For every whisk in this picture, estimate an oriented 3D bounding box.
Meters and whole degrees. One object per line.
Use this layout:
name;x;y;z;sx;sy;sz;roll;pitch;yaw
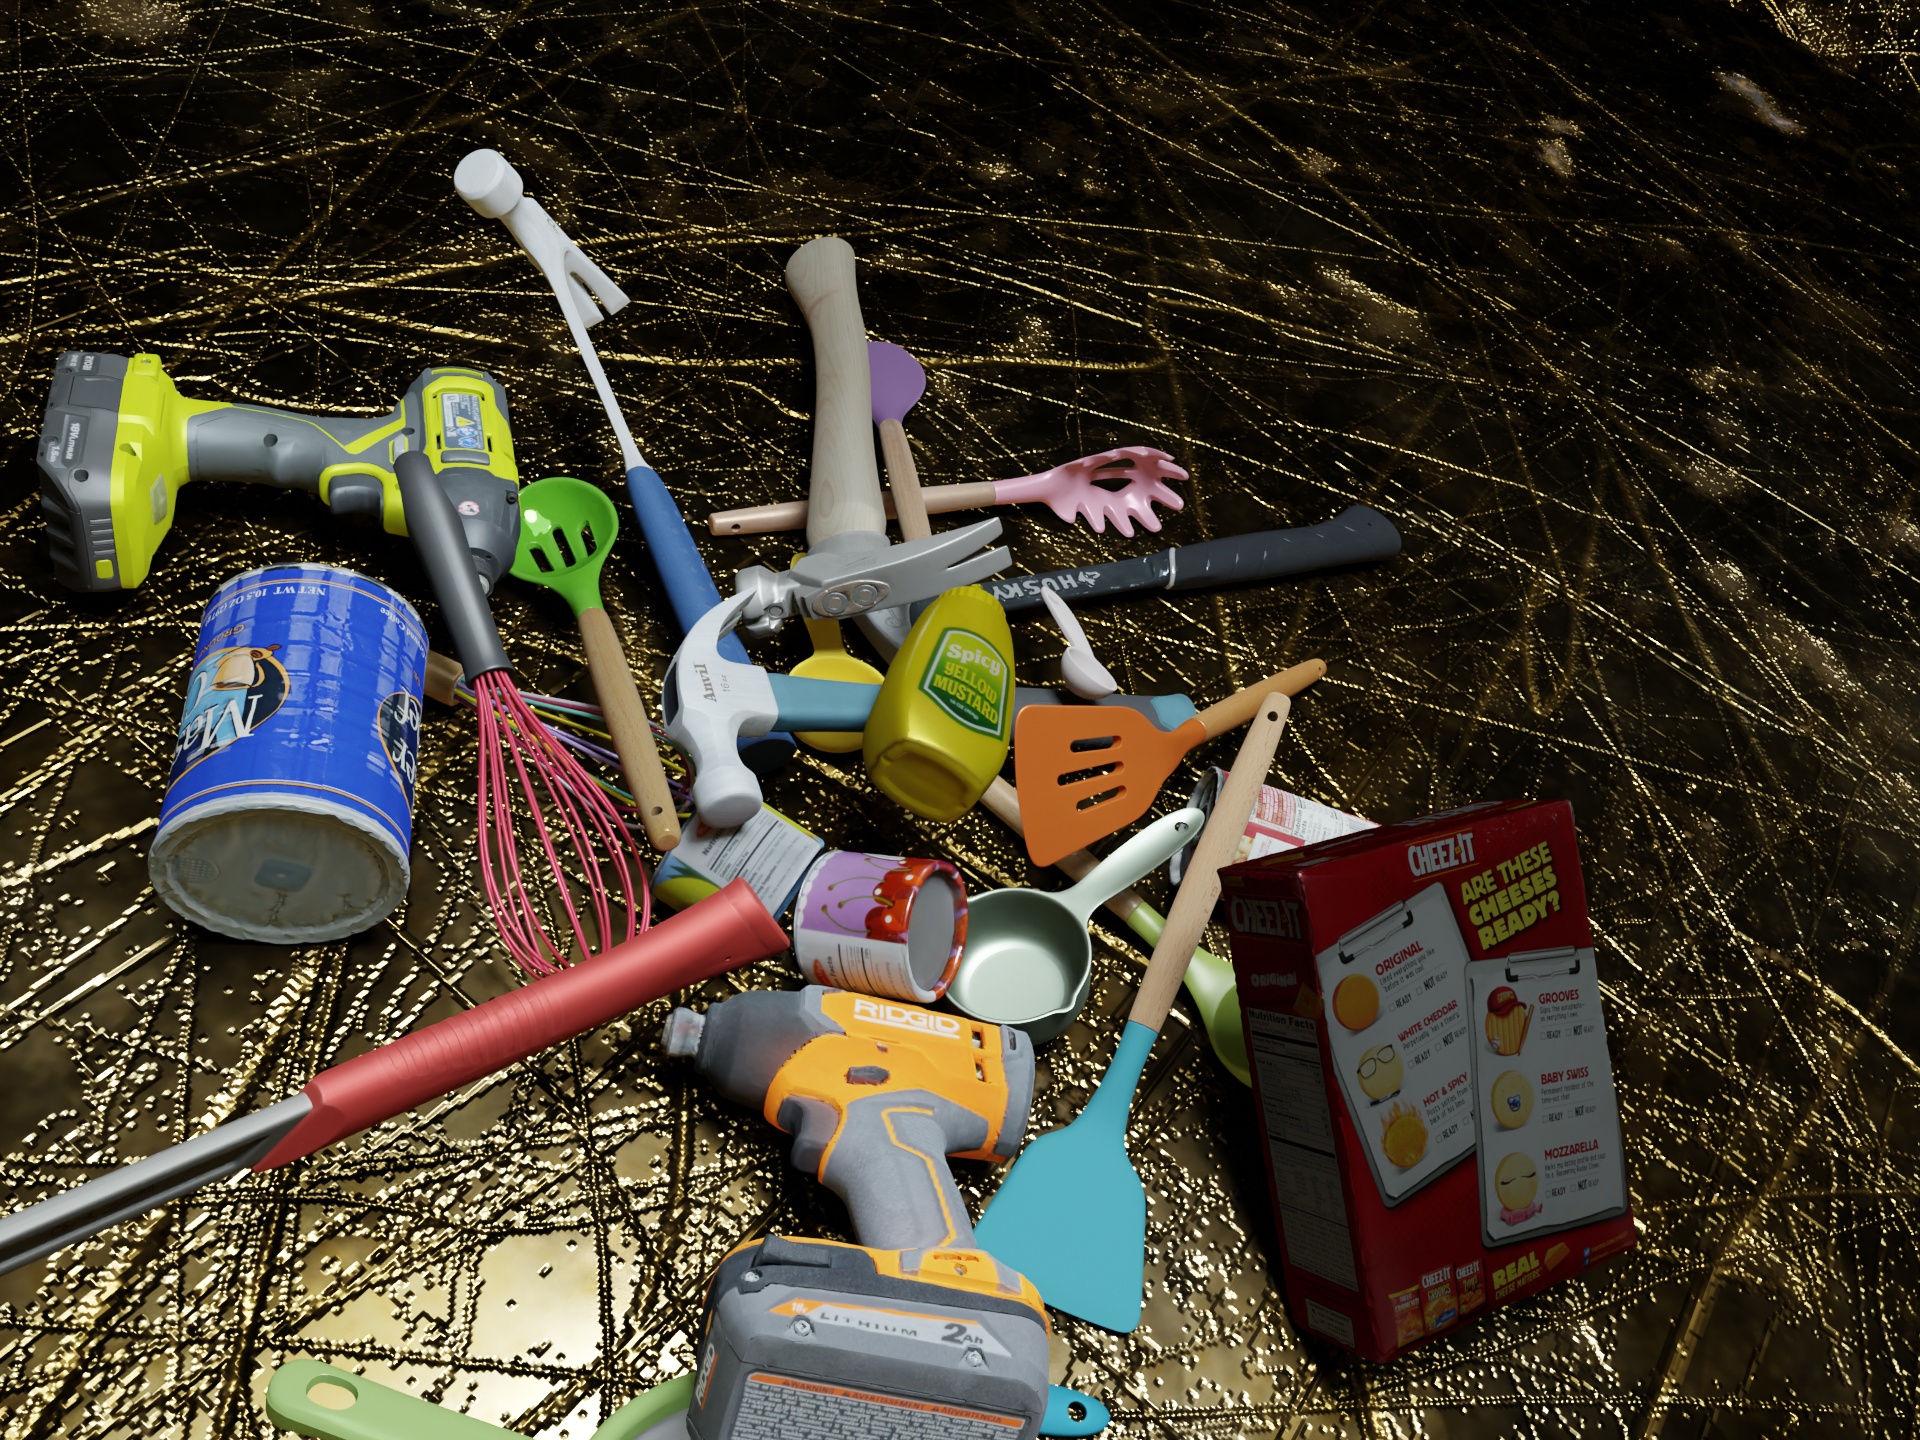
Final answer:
whisk;-0.214;-0.003;0.747;0.073;0.073;0.296;-15;71;-30
whisk;-0.235;-0.008;0.801;0.245;0.051;0.047;25;52;7

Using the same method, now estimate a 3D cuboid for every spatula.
spatula;0.132;0.000;0.885;0.041;0.081;0.322;0;12;34
spatula;0.100;0.122;0.757;0.082;0.044;0.318;24;73;5
spatula;-0.039;-0.170;0.994;0.059;0.018;0.316;0;38;-10

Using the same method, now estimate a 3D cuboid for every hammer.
hammer;-0.222;0.144;0.609;0.359;0.149;0.037;-21;60;-38
hammer;-0.001;-0.003;0.831;0.330;0.033;0.128;3;51;-36
hammer;-0.064;-0.202;0.988;0.146;0.038;0.411;-14;42;5
hammer;0.120;-0.091;1.005;0.409;0.036;0.149;-11;56;-28
hammer;-0.183;-0.145;0.913;0.035;0.144;0.406;-30;66;8

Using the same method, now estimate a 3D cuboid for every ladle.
ladle;0.073;0.077;0.828;0.320;0.062;0.078;40;62;20

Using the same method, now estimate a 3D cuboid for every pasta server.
pasta server;-0.002;-0.137;1.003;0.316;0.060;0.040;-10;37;-23

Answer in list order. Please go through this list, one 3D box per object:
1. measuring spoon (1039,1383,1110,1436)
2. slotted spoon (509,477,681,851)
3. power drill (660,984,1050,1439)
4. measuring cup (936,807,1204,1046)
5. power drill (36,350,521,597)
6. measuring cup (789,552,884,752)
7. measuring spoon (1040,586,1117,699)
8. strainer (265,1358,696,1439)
measuring spoon;0.002;0.272;0.649;0.128;0.021;0.042;13;47;-7
slotted spoon;-0.183;-0.036;0.803;0.070;0.031;0.314;-23;42;-8
power drill;-0.048;0.187;0.632;0.164;0.084;0.227;13;23;-8
measuring cup;0.060;0.099;0.788;0.167;0.038;0.083;-34;54;-24
power drill;-0.346;-0.124;0.830;0.223;0.080;0.171;-1;44;-20
measuring cup;-0.079;-0.040;0.901;0.062;0.029;0.157;-1;42;-16
measuring spoon;0.059;-0.044;0.890;0.034;0.018;0.124;31;19;-24
strainer;-0.122;0.290;0.552;0.256;0.069;0.151;19;27;2
